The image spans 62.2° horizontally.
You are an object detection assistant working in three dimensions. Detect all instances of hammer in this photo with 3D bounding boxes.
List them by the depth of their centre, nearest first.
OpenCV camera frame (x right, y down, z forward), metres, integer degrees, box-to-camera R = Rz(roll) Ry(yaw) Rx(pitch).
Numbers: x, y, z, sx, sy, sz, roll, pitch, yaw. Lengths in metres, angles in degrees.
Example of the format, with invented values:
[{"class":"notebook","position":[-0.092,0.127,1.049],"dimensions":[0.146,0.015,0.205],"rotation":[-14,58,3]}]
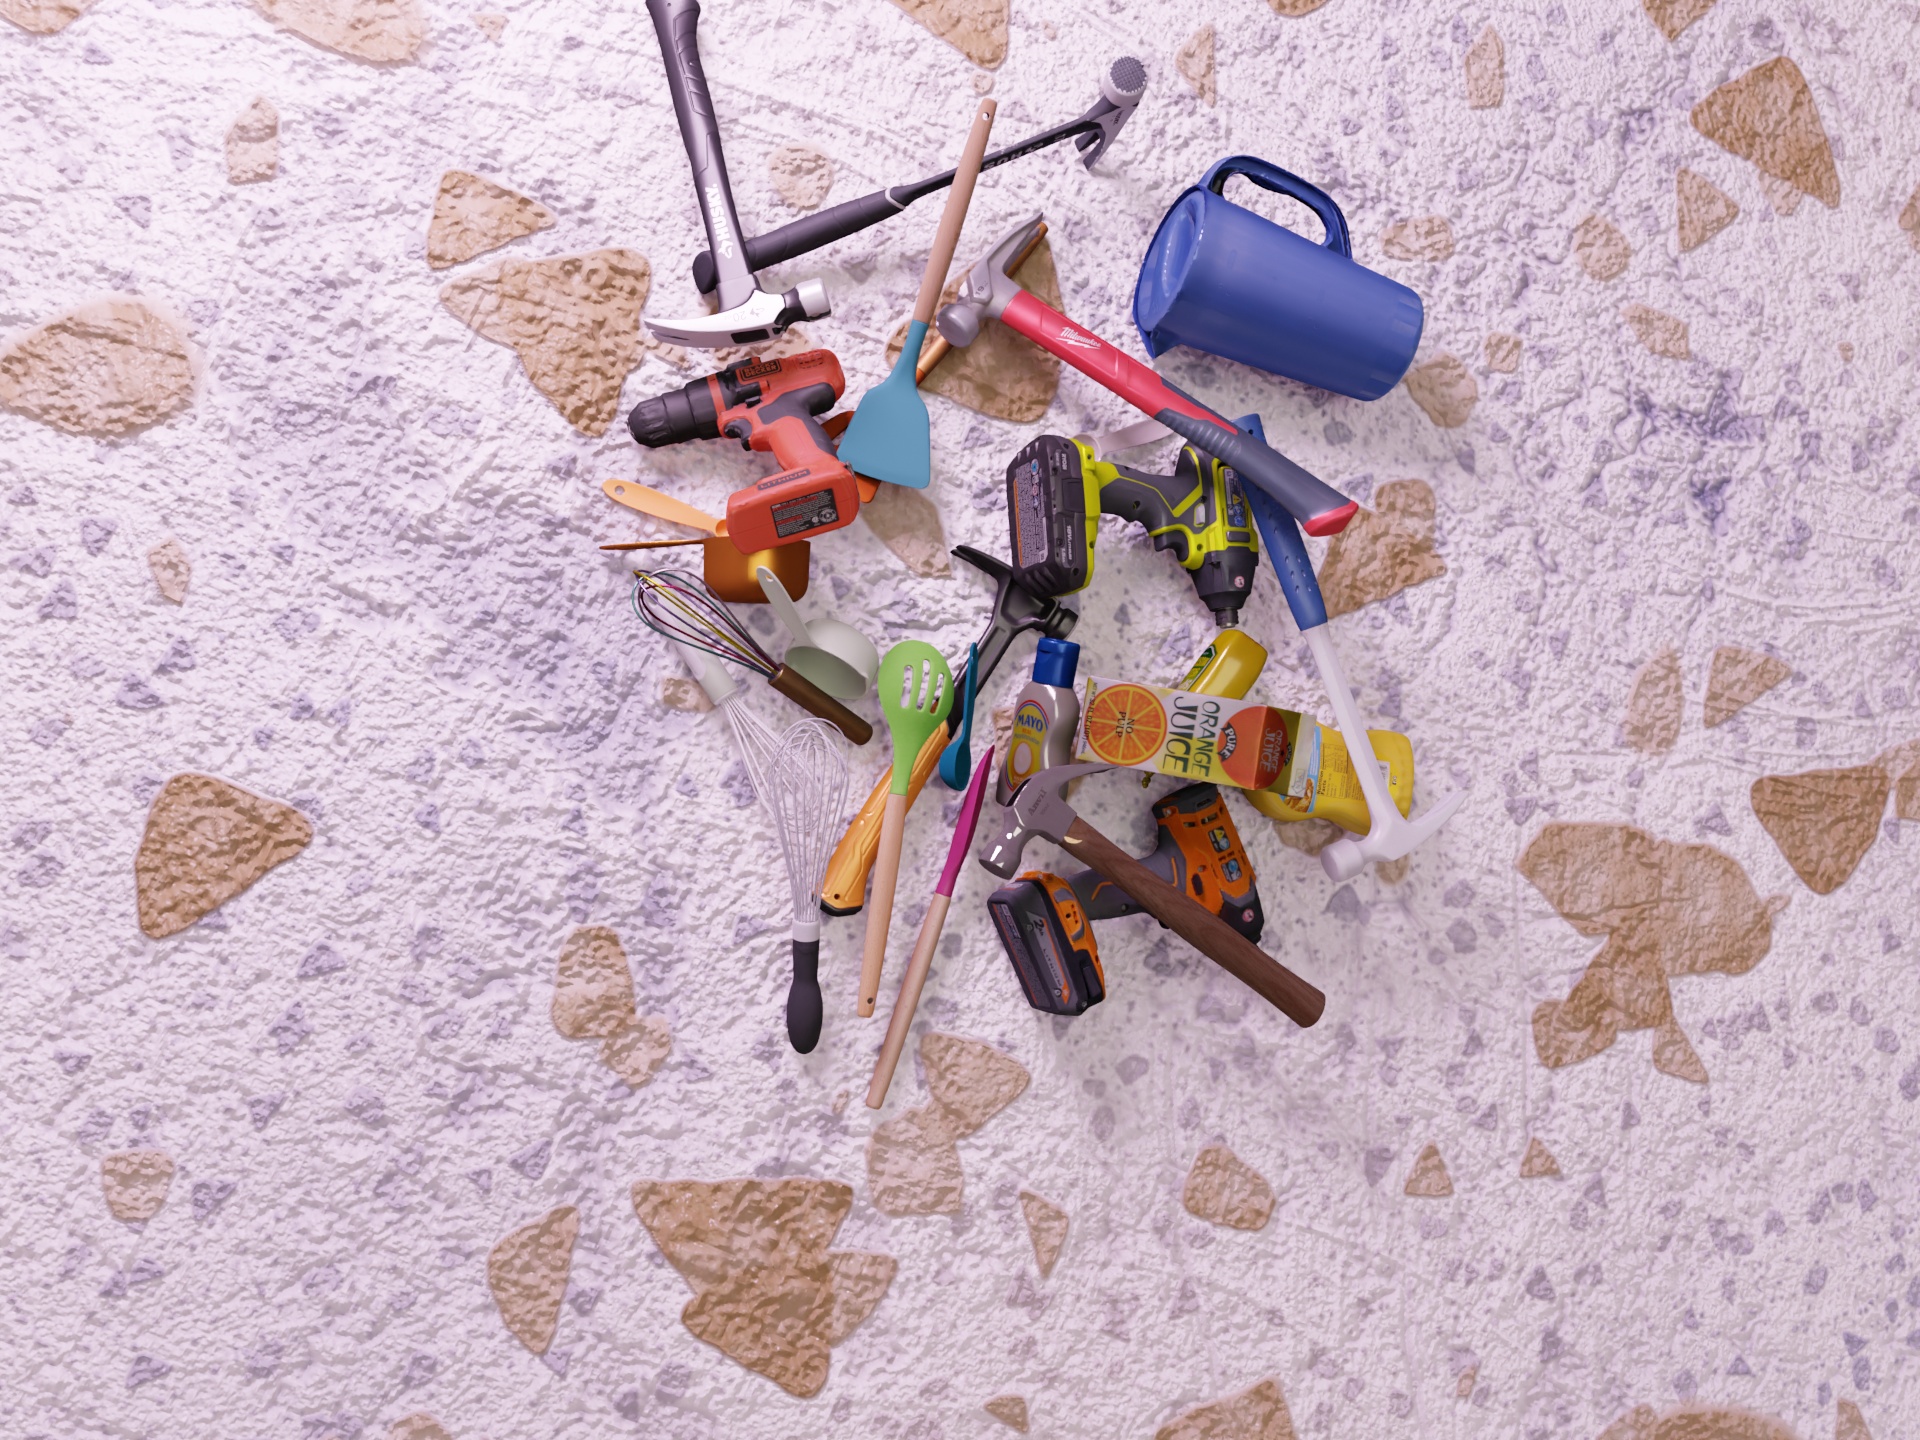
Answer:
[{"class":"hammer","position":[-0.214,-0.459,1.311],"dimensions":[0.146,0.035,0.335],"rotation":[-16,75,2]},{"class":"hammer","position":[0.175,0.151,1.314],"dimensions":[0.331,0.031,0.130],"rotation":[36,71,-14]},{"class":"hammer","position":[-0.033,0.014,1.349],"dimensions":[0.127,0.034,0.337],"rotation":[34,78,-10]},{"class":"hammer","position":[0.175,-0.286,1.352],"dimensions":[0.386,0.038,0.143],"rotation":[34,71,8]},{"class":"hammer","position":[-0.038,-0.453,1.361],"dimensions":[0.409,0.149,0.036],"rotation":[-24,88,-6]},{"class":"hammer","position":[0.317,-0.073,1.386],"dimensions":[0.144,0.035,0.405],"rotation":[-21,90,-15]}]

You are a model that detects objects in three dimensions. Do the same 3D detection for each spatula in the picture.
[{"class":"spatula","position":[-0.022,-0.354,1.316],"dimensions":[0.082,0.044,0.317],"rotation":[15,104,-12]},{"class":"spatula","position":[-0.019,-0.322,1.382],"dimensions":[0.081,0.041,0.323],"rotation":[39,76,-5]}]

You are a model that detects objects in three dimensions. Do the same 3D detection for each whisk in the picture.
[{"class":"whisk","position":[-0.124,0.136,1.274],"dimensions":[0.070,0.070,0.284],"rotation":[-1,104,-15]},{"class":"whisk","position":[-0.166,-0.049,1.289],"dimensions":[0.244,0.047,0.051],"rotation":[36,54,-26]},{"class":"whisk","position":[-0.189,-0.013,1.307],"dimensions":[0.246,0.058,0.059],"rotation":[56,40,0]}]

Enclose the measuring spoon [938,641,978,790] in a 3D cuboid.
[{"class":"measuring spoon","position":[-0.002,-0.004,1.331],"dimensions":[0.021,0.042,0.129],"rotation":[1,75,19]}]

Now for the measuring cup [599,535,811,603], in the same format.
[{"class":"measuring cup","position":[-0.209,-0.121,1.300],"dimensions":[0.173,0.095,0.052],"rotation":[-1,91,1]}]

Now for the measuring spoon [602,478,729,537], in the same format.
[{"class":"measuring spoon","position":[-0.242,-0.176,1.327],"dimensions":[0.117,0.011,0.021],"rotation":[20,79,-8]}]

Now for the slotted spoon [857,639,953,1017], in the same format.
[{"class":"slotted spoon","position":[-0.053,0.087,1.307],"dimensions":[0.070,0.031,0.314],"rotation":[11,85,-25]}]

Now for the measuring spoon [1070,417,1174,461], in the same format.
[{"class":"measuring spoon","position":[0.146,-0.253,1.435],"dimensions":[0.124,0.018,0.034],"rotation":[-21,92,-22]}]

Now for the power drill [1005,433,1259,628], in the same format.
[{"class":"power drill","position":[0.158,-0.166,1.382],"dimensions":[0.223,0.080,0.171],"rotation":[-1,83,-27]}]

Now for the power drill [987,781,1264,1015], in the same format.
[{"class":"power drill","position":[0.154,0.168,1.362],"dimensions":[0.226,0.084,0.164],"rotation":[-24,92,-19]}]

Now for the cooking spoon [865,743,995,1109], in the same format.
[{"class":"cooking spoon","position":[-0.023,0.171,1.332],"dimensions":[0.017,0.068,0.319],"rotation":[18,85,6]}]

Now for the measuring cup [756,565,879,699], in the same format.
[{"class":"measuring cup","position":[-0.119,-0.080,1.283],"dimensions":[0.038,0.083,0.167],"rotation":[-64,146,-28]}]
